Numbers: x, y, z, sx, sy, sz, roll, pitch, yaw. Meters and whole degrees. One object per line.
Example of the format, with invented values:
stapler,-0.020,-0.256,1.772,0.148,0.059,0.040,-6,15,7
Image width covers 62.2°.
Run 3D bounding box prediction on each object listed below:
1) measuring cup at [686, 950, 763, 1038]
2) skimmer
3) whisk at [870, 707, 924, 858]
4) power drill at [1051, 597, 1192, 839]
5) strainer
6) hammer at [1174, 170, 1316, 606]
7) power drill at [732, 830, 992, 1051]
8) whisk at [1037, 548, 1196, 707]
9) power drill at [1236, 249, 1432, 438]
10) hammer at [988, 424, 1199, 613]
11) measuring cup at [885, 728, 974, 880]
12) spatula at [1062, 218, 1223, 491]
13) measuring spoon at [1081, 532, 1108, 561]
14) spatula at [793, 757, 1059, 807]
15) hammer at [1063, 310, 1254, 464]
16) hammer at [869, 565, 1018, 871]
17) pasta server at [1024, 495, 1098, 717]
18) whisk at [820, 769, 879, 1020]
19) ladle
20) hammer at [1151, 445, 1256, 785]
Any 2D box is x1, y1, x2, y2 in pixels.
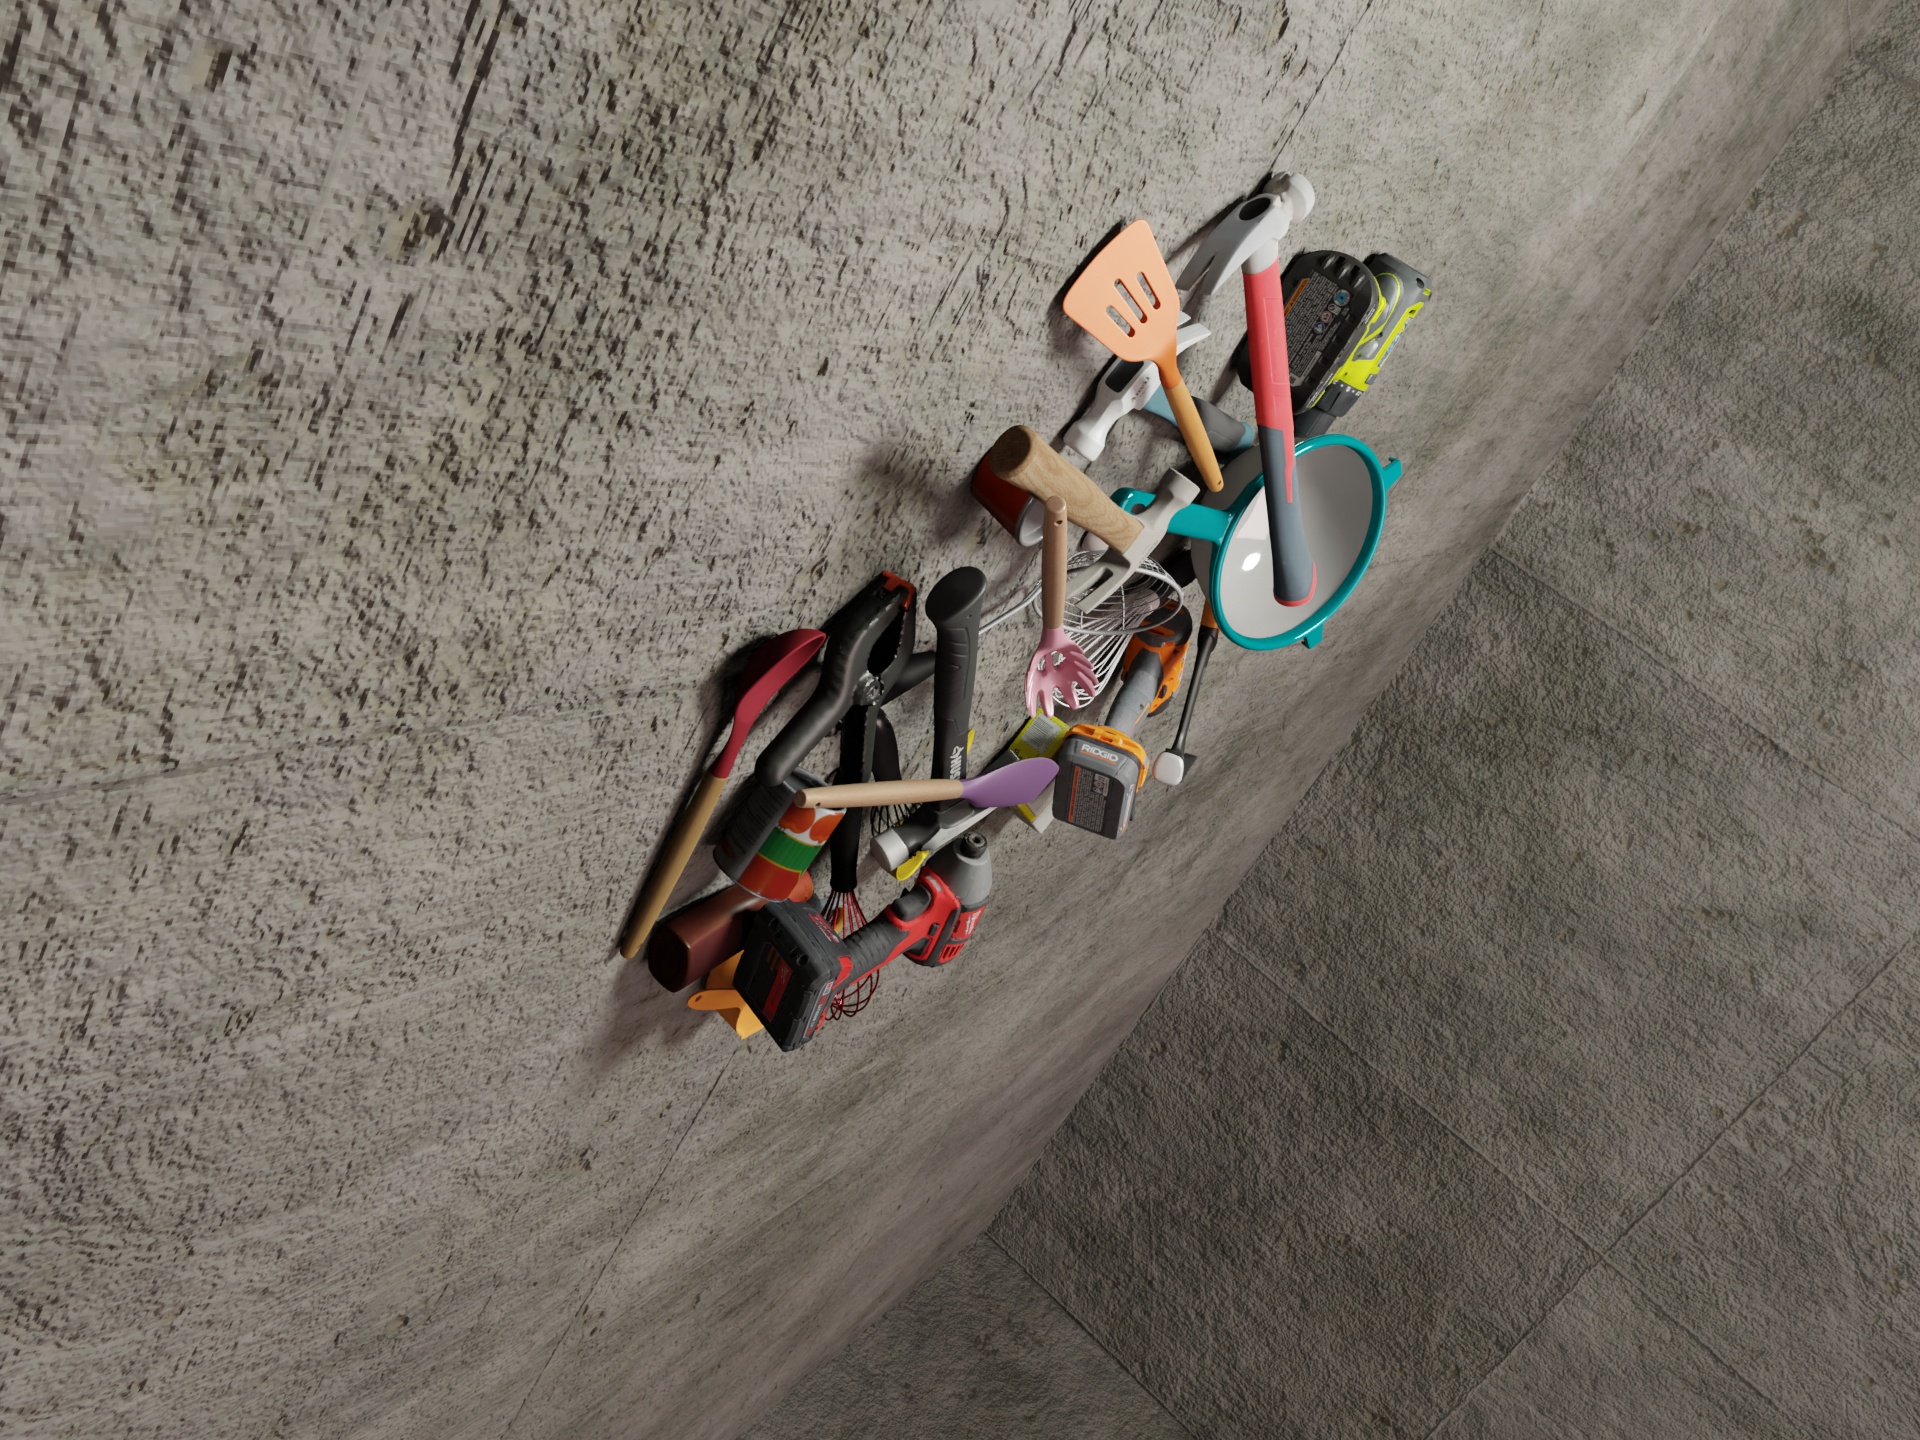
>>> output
measuring cup,-0.192,0.214,1.322,0.095,0.052,0.173,-53,157,8
skimmer,0.036,-0.049,1.275,0.363,0.090,0.127,-32,-179,-37
whisk,-0.058,0.051,1.327,0.055,0.055,0.238,-44,155,-18
power drill,0.167,0.005,1.603,0.164,0.084,0.227,92,22,-53
strainer,0.235,-0.181,1.420,0.340,0.095,0.211,5,115,-40
hammer,0.245,-0.230,1.277,0.143,0.038,0.385,-48,142,-27
power drill,-0.066,0.168,1.284,0.219,0.079,0.143,-21,148,-40
whisk,0.160,-0.099,1.524,0.284,0.070,0.070,-41,159,-40
power drill,0.331,-0.331,1.431,0.190,0.080,0.228,-59,162,23
hammer,0.086,-0.150,1.121,0.130,0.031,0.331,-53,161,9
measuring cup,-0.031,0.074,1.470,0.156,0.029,0.062,-64,159,5
spatula,0.154,-0.246,1.176,0.081,0.041,0.322,-48,155,0
measuring spoon,0.129,-0.144,1.414,0.034,0.018,0.124,-48,162,-6
spatula,-0.017,0.052,1.224,0.315,0.018,0.059,-1,136,-53
hammer,0.185,-0.253,1.316,0.128,0.033,0.331,-54,161,15
hammer,-0.002,-0.004,1.216,0.146,0.035,0.334,-29,153,-20
pasta server,0.070,-0.076,1.147,0.060,0.040,0.316,-19,160,-4
whisk,-0.101,0.153,1.361,0.073,0.073,0.295,-34,144,-38
ladle,-0.175,0.055,1.097,0.315,0.031,0.069,-59,166,29
hammer,0.252,-0.105,1.575,0.127,0.034,0.337,-29,134,-74
